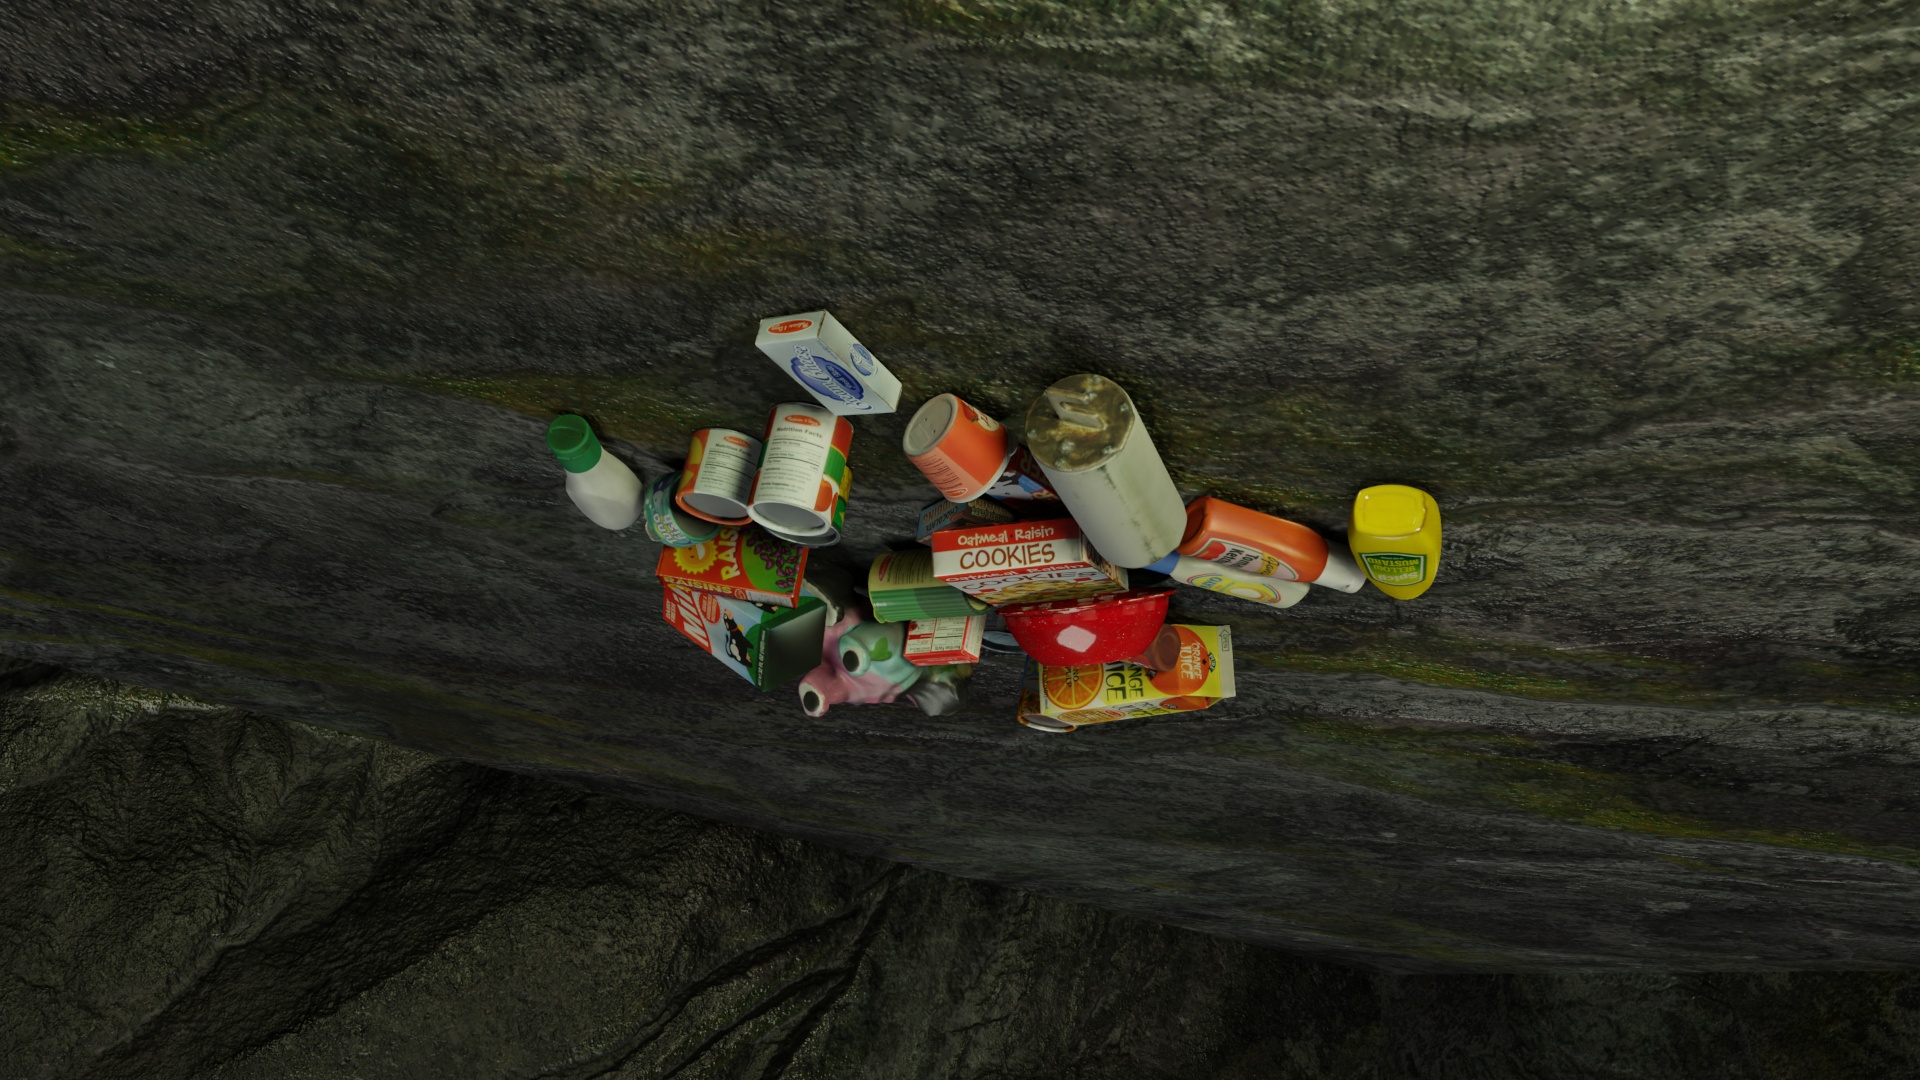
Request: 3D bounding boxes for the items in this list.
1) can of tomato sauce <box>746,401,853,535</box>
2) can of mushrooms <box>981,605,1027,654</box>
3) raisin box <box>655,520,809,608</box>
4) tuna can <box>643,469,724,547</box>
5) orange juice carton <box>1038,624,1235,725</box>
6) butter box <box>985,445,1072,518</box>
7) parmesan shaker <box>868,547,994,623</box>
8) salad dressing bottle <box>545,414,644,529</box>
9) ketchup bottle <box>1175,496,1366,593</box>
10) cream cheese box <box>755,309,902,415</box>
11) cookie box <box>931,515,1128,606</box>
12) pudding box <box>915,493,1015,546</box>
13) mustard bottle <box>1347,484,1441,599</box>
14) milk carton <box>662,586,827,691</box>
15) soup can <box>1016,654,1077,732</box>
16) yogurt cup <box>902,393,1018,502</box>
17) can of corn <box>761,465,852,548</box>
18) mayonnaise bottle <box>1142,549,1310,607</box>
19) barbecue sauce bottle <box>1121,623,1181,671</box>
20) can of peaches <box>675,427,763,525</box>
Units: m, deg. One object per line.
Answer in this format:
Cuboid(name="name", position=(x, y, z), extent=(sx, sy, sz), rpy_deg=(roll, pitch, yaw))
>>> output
Cuboid(name="can of tomato sauce", position=(-0.122, -0.053, 1.058), extent=(0.071, 0.083, 0.071), rpy_deg=(9, 158, 4))
Cuboid(name="can of mushrooms", position=(0.048, 0.090, 1.410), extent=(0.071, 0.033, 0.070), rpy_deg=(9, 158, 4))
Cuboid(name="raisin box", position=(-0.200, 0.008, 1.243), extent=(0.123, 0.086, 0.040), rpy_deg=(10, 160, 2))
Cuboid(name="tuna can", position=(-0.237, -0.027, 1.194), extent=(0.032, 0.071, 0.071), rpy_deg=(-12, 150, 40))
Cuboid(name="orange juice carton", position=(0.178, 0.132, 1.372), extent=(0.192, 0.072, 0.073), rpy_deg=(-12, 159, 29))
Cuboid(name="butter box", position=(0.060, -0.040, 1.089), extent=(0.103, 0.024, 0.053), rpy_deg=(27, 153, -36))
Cuboid(name="parmesan shaker", position=(-0.024, 0.041, 1.267), extent=(0.103, 0.071, 0.071), rpy_deg=(-6, 153, 35))
Cuboid(name="salad dressing bottle", position=(-0.314, -0.058, 1.190), extent=(0.064, 0.044, 0.147), rpy_deg=(9, 158, 7))
Cuboid(name="ketchup bottle", position=(0.247, 0.006, 1.093), extent=(0.149, 0.043, 0.064), rpy_deg=(15, 160, -13))
Cuboid(name="cream cheese box", position=(-0.089, -0.121, 0.954), extent=(0.053, 0.024, 0.103), rpy_deg=(-1, 156, 30))
Cuboid(name="cookie box", position=(0.061, 0.018, 1.145), extent=(0.123, 0.040, 0.167), rpy_deg=(-7, 167, 17))
Cuboid(name="pudding box", position=(0.004, -0.015, 1.170), extent=(0.049, 0.030, 0.083), rpy_deg=(20, 157, -26))
Cuboid(name="mustard bottle", position=(0.334, 0.010, 1.055), extent=(0.065, 0.049, 0.160), rpy_deg=(2, 157, 25))
Cuboid(name="milk carton", position=(-0.218, 0.057, 1.306), extent=(0.191, 0.074, 0.072), rpy_deg=(29, 126, 33))
Cuboid(name="soup can", position=(0.098, 0.154, 1.478), extent=(0.071, 0.084, 0.071), rpy_deg=(9, 158, 4))
Cuboid(name="yogurt cup", position=(-0.005, -0.069, 0.995), extent=(0.072, 0.073, 0.054), rpy_deg=(-12, 141, 44))
Cuboid(name="can of corn", position=(-0.126, -0.033, 1.143), extent=(0.071, 0.058, 0.071), rpy_deg=(9, 158, 4))
Cuboid(name="mayonnaise bottle", position=(0.210, 0.019, 1.145), extent=(0.148, 0.041, 0.064), rpy_deg=(13, 160, -9))
Cuboid(name="barbecue sauce bottle", position=(0.132, 0.089, 1.328), extent=(0.148, 0.044, 0.065), rpy_deg=(10, 167, 32))
Cuboid(name="can of peaches", position=(-0.194, -0.050, 1.132), extent=(0.071, 0.058, 0.071), rpy_deg=(8, 158, 4))
